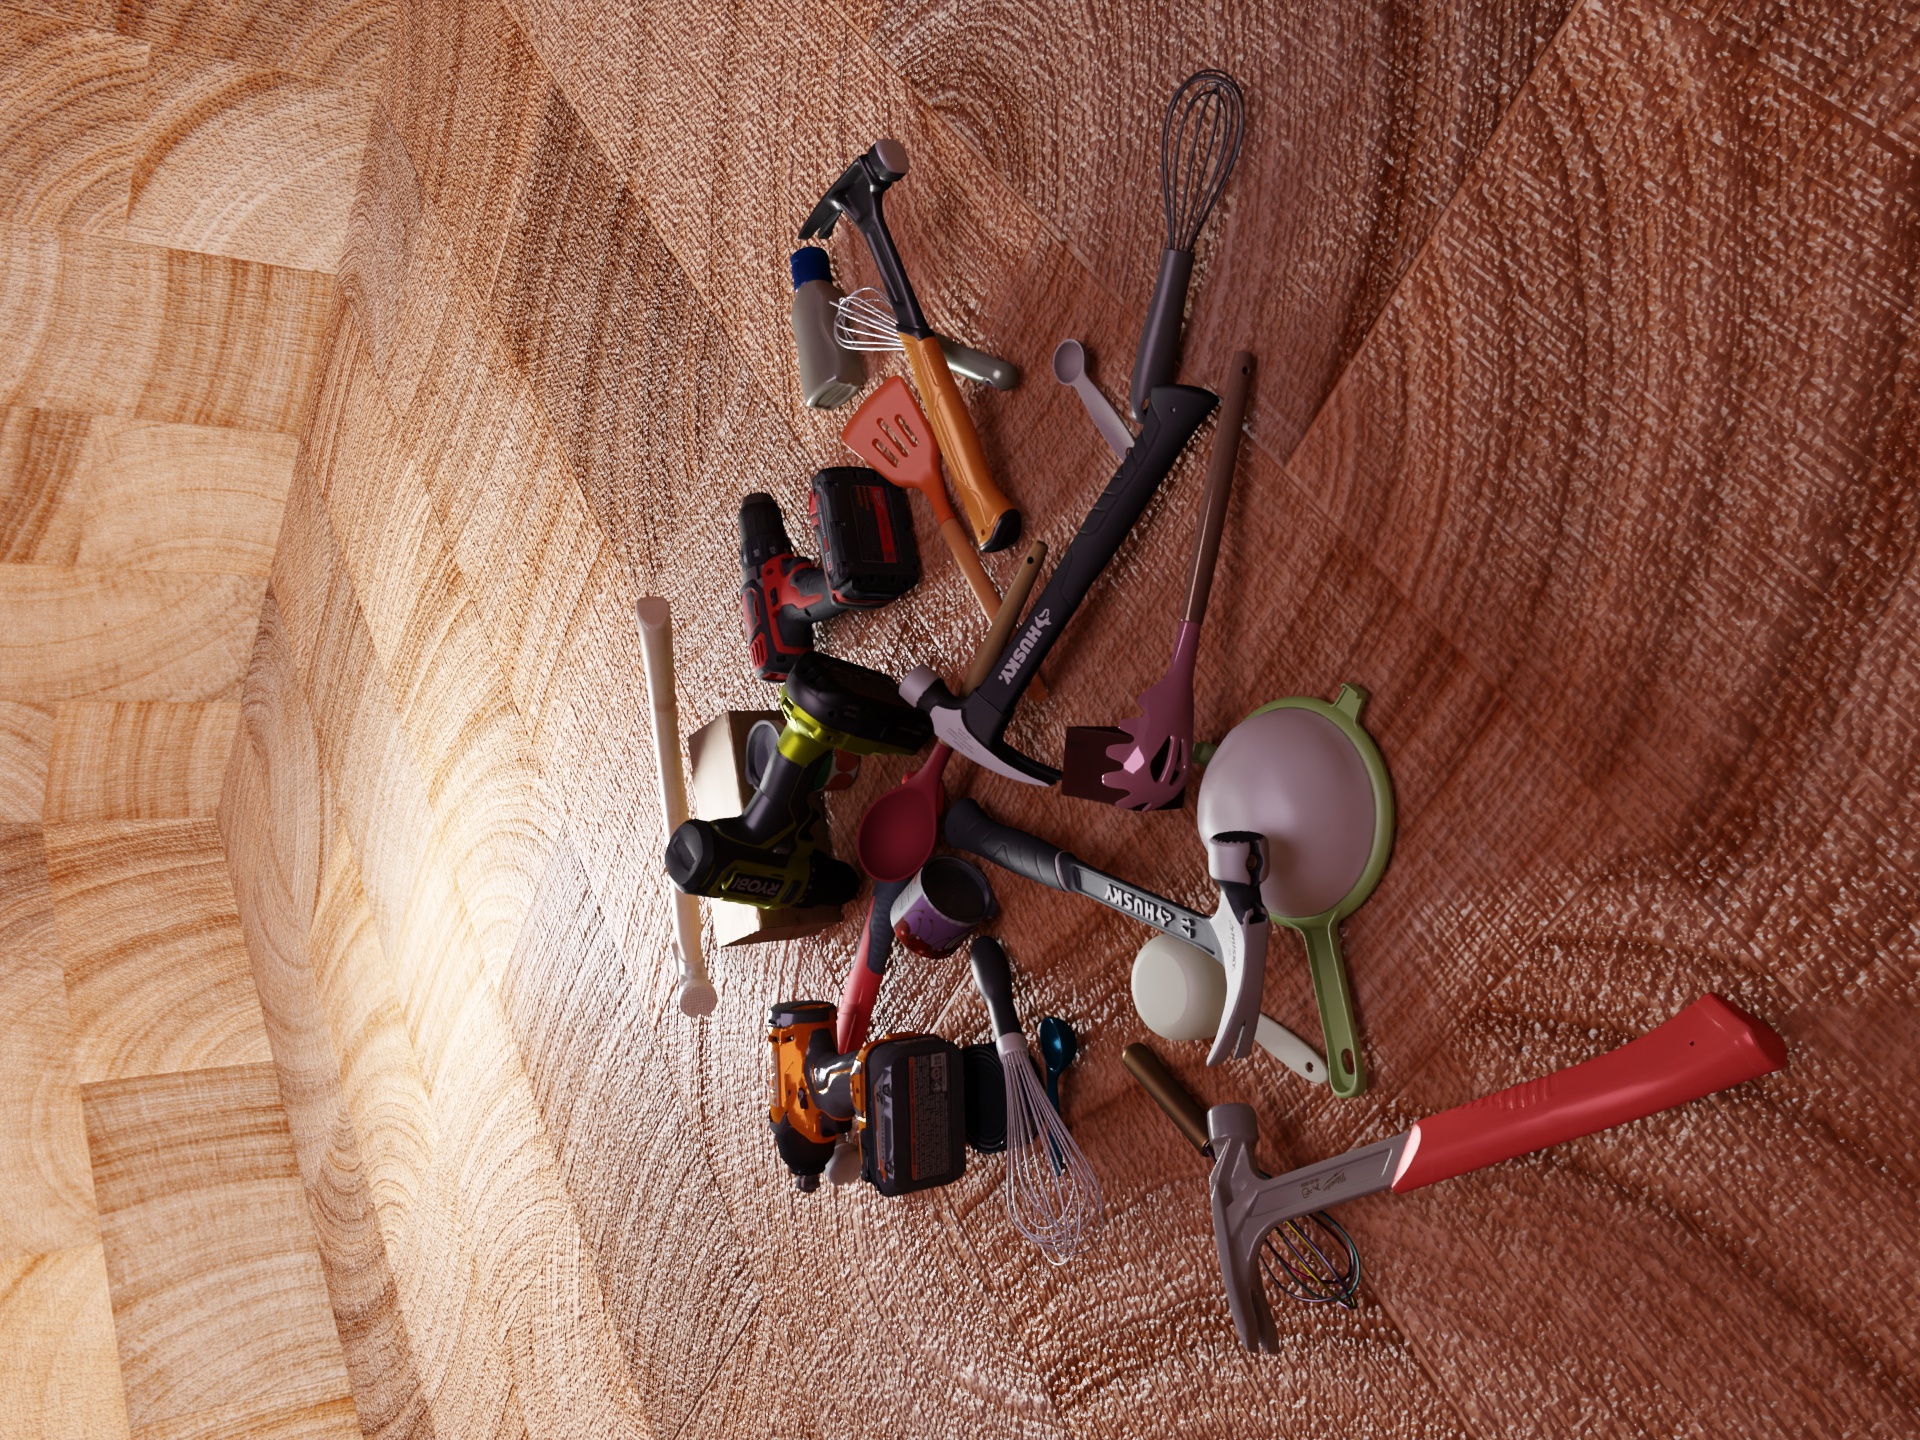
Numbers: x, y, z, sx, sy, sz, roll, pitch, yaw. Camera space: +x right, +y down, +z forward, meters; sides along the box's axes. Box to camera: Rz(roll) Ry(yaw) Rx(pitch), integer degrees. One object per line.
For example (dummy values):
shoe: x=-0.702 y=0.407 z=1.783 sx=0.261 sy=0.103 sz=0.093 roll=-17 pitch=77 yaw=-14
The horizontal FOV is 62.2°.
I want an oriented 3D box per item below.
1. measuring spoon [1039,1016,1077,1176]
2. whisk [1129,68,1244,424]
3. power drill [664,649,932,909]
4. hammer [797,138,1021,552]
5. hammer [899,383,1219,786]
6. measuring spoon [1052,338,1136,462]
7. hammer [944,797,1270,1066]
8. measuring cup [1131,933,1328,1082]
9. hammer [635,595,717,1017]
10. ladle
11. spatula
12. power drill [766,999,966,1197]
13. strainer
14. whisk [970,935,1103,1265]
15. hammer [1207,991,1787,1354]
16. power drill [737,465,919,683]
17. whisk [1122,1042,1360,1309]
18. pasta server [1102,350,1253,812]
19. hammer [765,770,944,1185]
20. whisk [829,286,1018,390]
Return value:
measuring spoon: x=0.079 y=0.287 z=1.213 sx=0.042 sy=0.021 sz=0.128 roll=-154 pitch=60 yaw=-68
whisk: x=0.149 y=-0.323 z=1.098 sx=0.055 sy=0.055 sz=0.239 roll=33 pitch=119 yaw=48
power drill: x=-0.124 y=0.066 z=1.366 sx=0.228 sy=0.190 sz=0.080 roll=-57 pitch=46 yaw=16
hammer: x=-0.033 y=-0.289 z=1.288 sx=0.127 sy=0.034 sz=0.337 roll=-30 pitch=79 yaw=48
hammer: x=0.087 y=-0.101 z=1.161 sx=0.146 sy=0.035 sz=0.334 roll=41 pitch=118 yaw=16
measuring spoon: x=0.106 y=-0.234 z=1.182 sx=0.034 sy=0.018 sz=0.124 roll=-50 pitch=59 yaw=40
hammer: x=0.088 y=0.117 z=1.127 sx=0.409 sy=0.036 sz=0.149 roll=17 pitch=112 yaw=63
measuring cup: x=0.175 y=0.198 z=1.062 sx=0.168 sy=0.038 sz=0.083 roll=32 pitch=115 yaw=51
hammer: x=-0.283 y=0.078 z=1.564 sx=0.146 sy=0.038 sz=0.410 roll=-131 pitch=36 yaw=-67
ladle: x=-0.002 y=-0.004 z=1.268 sx=0.069 sy=0.031 sz=0.315 roll=35 pitch=114 yaw=22
spatula: x=-0.006 y=-0.145 z=1.304 sx=0.081 sy=0.041 sz=0.323 roll=-42 pitch=58 yaw=27
power drill: x=-0.088 y=0.325 z=1.318 sx=0.226 sy=0.084 sz=0.164 roll=-3 pitch=88 yaw=55
strainer: x=0.204 y=0.110 z=1.000 sx=0.151 sy=0.069 sz=0.256 roll=-26 pitch=68 yaw=50
whisk: x=0.046 y=0.273 z=1.188 sx=0.070 sy=0.070 sz=0.285 roll=-60 pitch=31 yaw=33
hammer: x=0.281 y=0.242 z=0.883 sx=0.359 sy=0.036 sz=0.149 roll=-35 pitch=49 yaw=39
power drill: x=-0.137 y=-0.154 z=1.452 sx=0.226 sy=0.080 sz=0.188 roll=-31 pitch=65 yaw=52
whisk: x=0.180 y=0.295 z=1.055 sx=0.245 sy=0.047 sz=0.051 roll=45 pitch=126 yaw=47
pasta server: x=0.156 y=-0.092 z=1.069 sx=0.040 sy=0.060 sz=0.316 roll=9 pitch=87 yaw=64
hammer: x=-0.090 y=0.215 z=1.416 sx=0.143 sy=0.038 sz=0.386 roll=39 pitch=120 yaw=47
whisk: x=-0.033 y=-0.319 z=1.339 sx=0.247 sy=0.057 sz=0.059 roll=33 pitch=95 yaw=43
